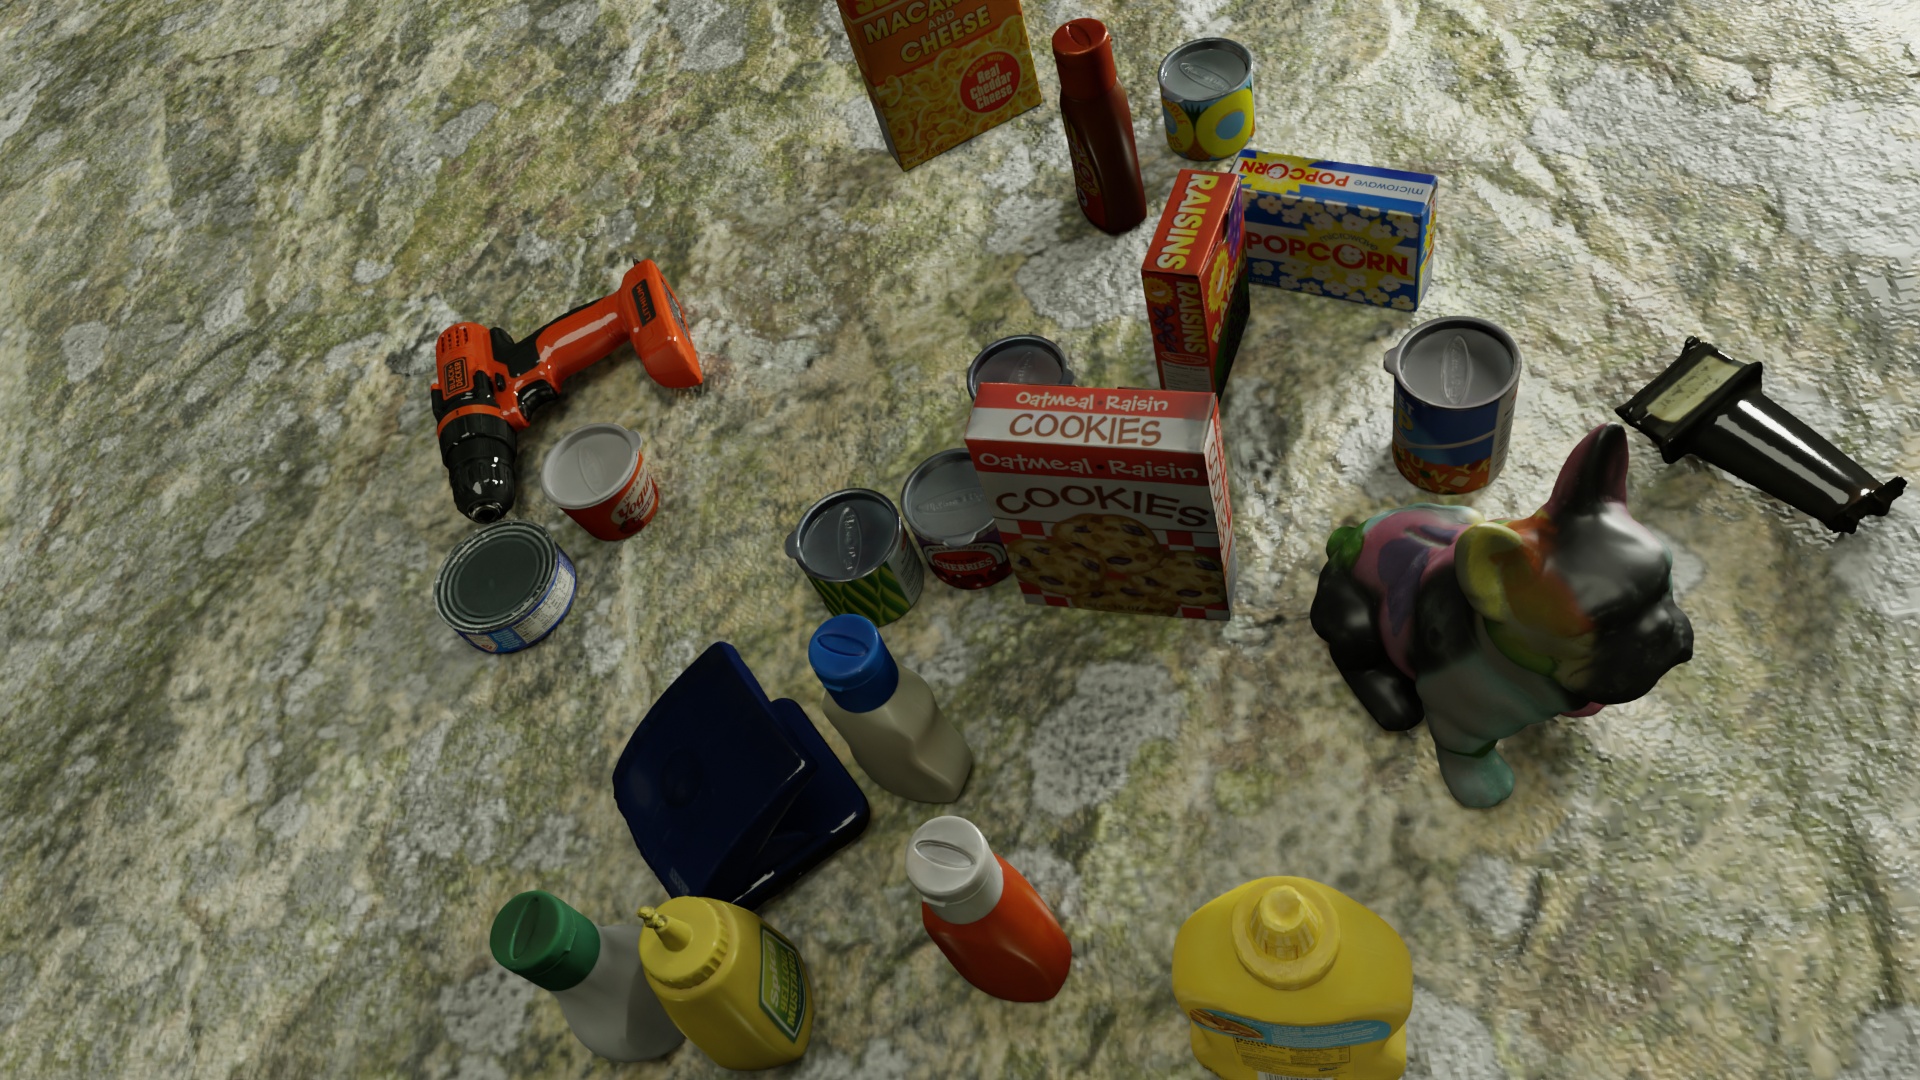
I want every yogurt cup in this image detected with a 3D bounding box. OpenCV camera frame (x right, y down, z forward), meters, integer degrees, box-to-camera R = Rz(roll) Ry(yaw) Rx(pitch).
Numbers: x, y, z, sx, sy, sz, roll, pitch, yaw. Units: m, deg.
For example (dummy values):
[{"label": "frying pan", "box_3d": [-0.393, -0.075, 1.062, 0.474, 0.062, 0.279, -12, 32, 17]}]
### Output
[{"label": "yogurt cup", "box_3d": [-0.235, -0.036, 0.919, 0.072, 0.053, 0.073, -7, 55, 11]}]

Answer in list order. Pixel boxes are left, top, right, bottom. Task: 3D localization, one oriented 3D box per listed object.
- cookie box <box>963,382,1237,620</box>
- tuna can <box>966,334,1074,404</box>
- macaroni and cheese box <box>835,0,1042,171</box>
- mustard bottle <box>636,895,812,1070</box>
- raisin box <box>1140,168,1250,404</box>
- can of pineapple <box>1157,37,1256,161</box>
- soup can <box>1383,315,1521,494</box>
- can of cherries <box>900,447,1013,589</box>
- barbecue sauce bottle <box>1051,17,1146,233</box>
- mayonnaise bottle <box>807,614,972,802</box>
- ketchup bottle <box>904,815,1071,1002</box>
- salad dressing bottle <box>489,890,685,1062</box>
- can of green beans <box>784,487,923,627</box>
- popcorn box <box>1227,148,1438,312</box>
[{"label": "cookie box", "box_3d": [0.081, -0.019, 0.750, 0.123, 0.166, 0.040, 4, 59, 18]}, {"label": "tuna can", "box_3d": [0.042, -0.098, 0.897, 0.071, 0.032, 0.071, -7, 55, 11]}, {"label": "macaroni and cheese box", "box_3d": [-0.015, -0.367, 1.012, 0.124, 0.165, 0.040, -28, 54, -4]}, {"label": "mustard bottle", "box_3d": [-0.114, 0.205, 0.658, 0.049, 0.159, 0.065, -12, 55, 8]}, {"label": "raisin box", "box_3d": [0.146, -0.152, 0.849, 0.040, 0.123, 0.086, 12, 61, 22]}, {"label": "can of pineapple", "box_3d": [0.175, -0.313, 0.990, 0.071, 0.057, 0.071, -7, 55, 11]}, {"label": "soup can", "box_3d": [0.276, -0.076, 0.786, 0.071, 0.083, 0.072, -7, 56, 11]}, {"label": "can of cherries", "box_3d": [0.003, -0.010, 0.833, 0.071, 0.058, 0.072, -7, 55, 11]}, {"label": "barbecue sauce bottle", "box_3d": [0.092, -0.279, 0.934, 0.044, 0.148, 0.065, -26, 54, -2]}, {"label": "mayonnaise bottle", "box_3d": [-0.039, 0.089, 0.722, 0.065, 0.147, 0.041, 12, 61, 23]}, {"label": "ketchup bottle", "box_3d": [0.010, 0.174, 0.651, 0.065, 0.148, 0.044, 11, 61, 22]}, {"label": "salad dressing bottle", "box_3d": [-0.177, 0.212, 0.678, 0.044, 0.147, 0.064, 2, 58, 17]}, {"label": "can of green beans", "box_3d": [-0.060, 0.011, 0.837, 0.071, 0.057, 0.071, -7, 55, 11]}, {"label": "popcorn box", "box_3d": [0.233, -0.196, 0.878, 0.127, 0.085, 0.038, 16, 63, 24]}]
